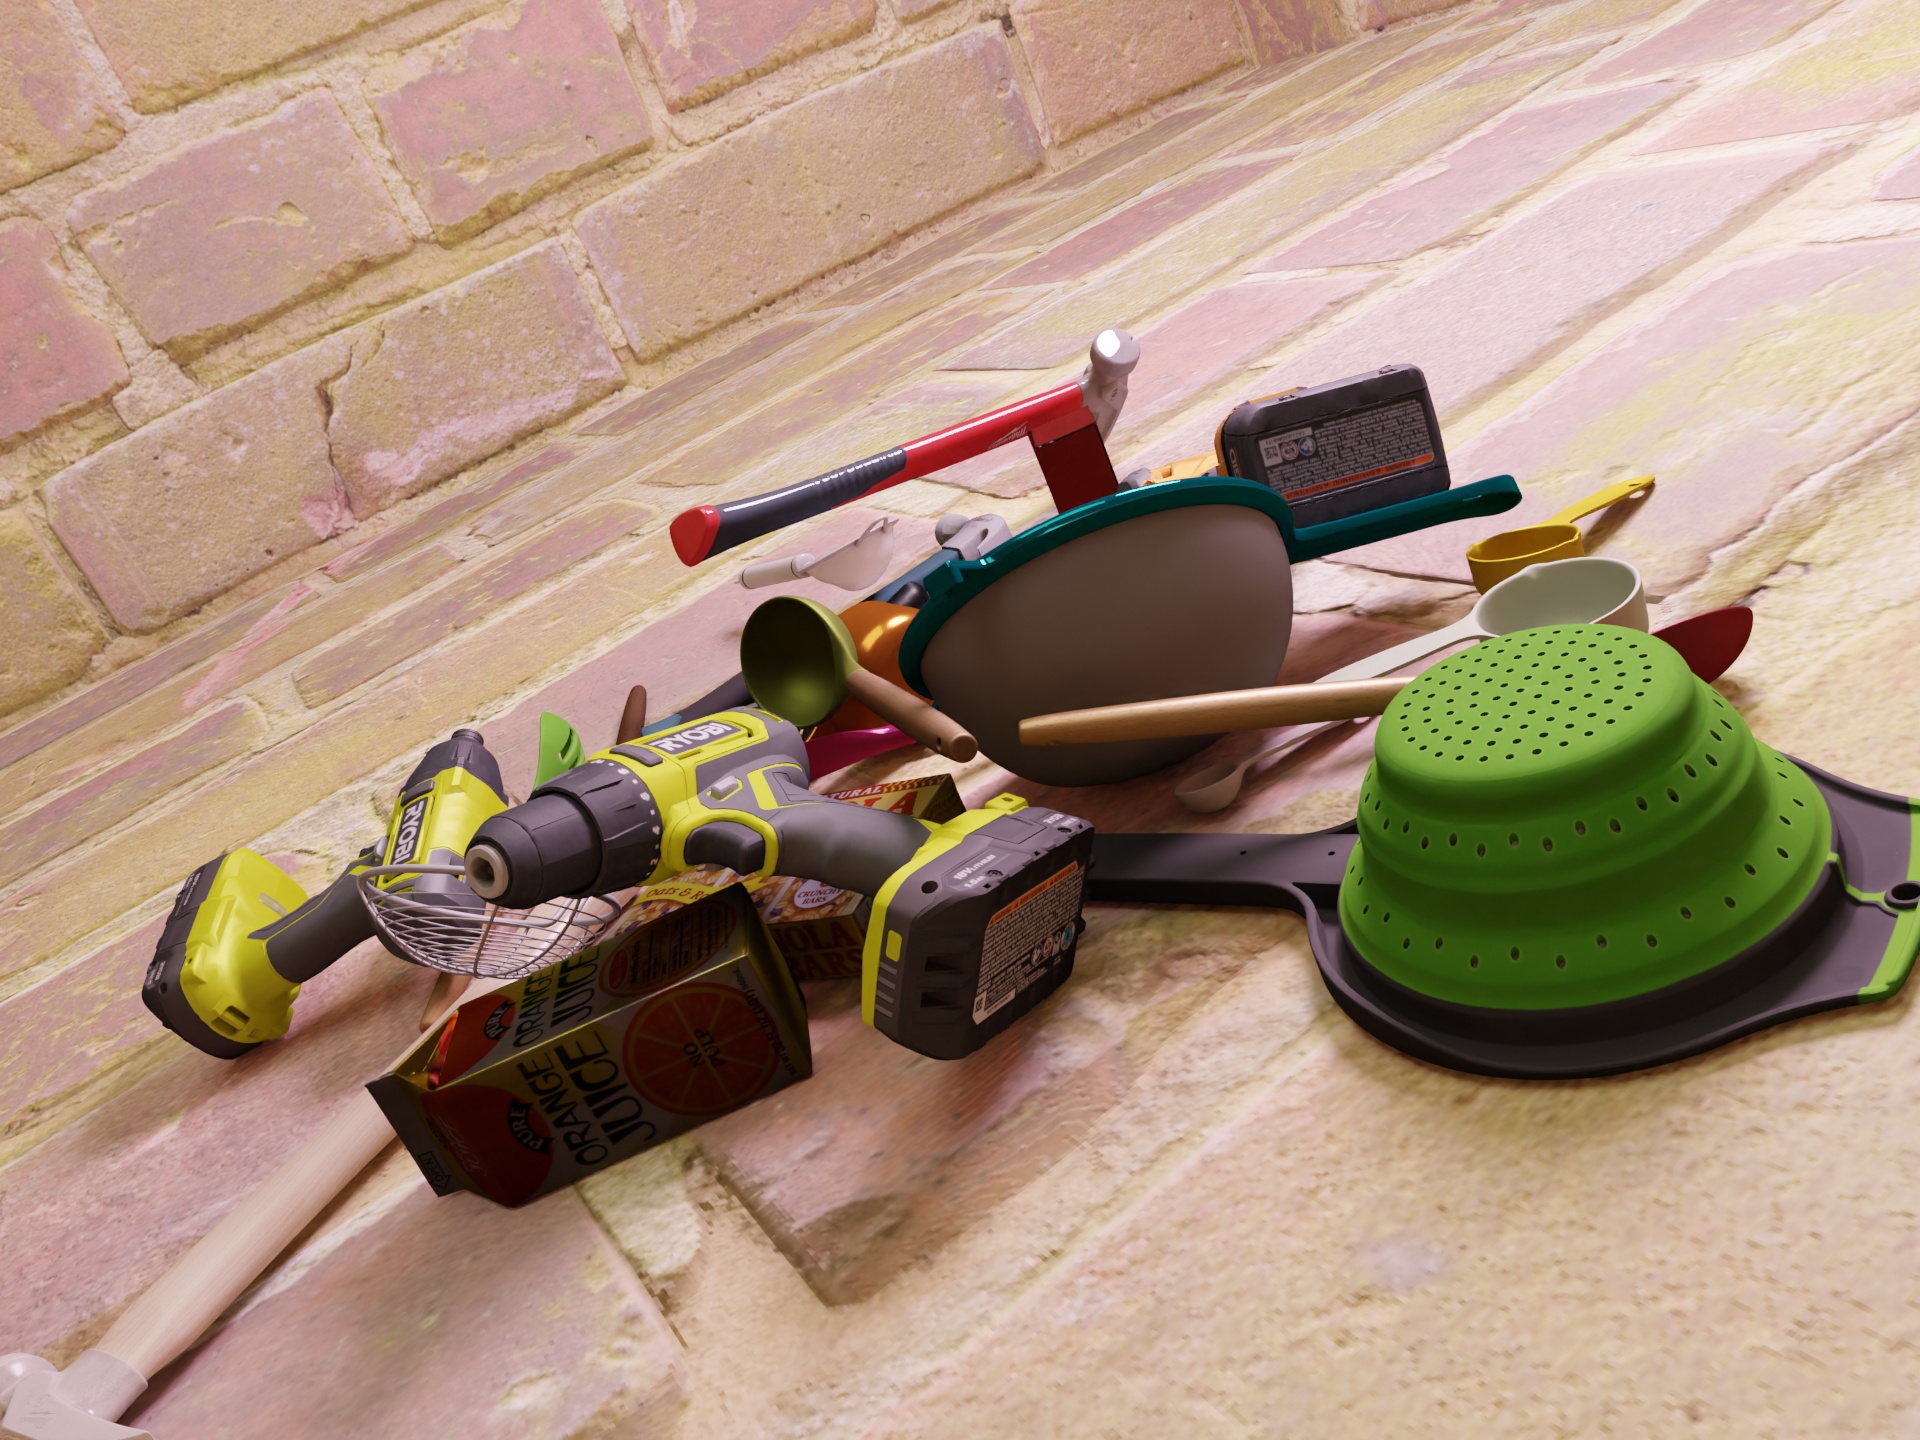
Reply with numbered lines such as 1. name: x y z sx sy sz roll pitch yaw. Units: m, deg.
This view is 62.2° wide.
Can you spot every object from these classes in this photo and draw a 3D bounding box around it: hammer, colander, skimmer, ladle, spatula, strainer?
1. hammer: -0.040 -0.189 1.215 0.386 0.038 0.143 -24 -20 -22
2. colander: 0.157 0.032 0.639 0.397 0.094 0.204 -3 31 41
3. skimmer: -0.197 0.045 0.913 0.127 0.090 0.363 -4 20 20
4. hammer: -0.094 -0.064 1.181 0.331 0.033 0.128 -34 23 -21
5. ladle: 0.182 -0.012 0.688 0.315 0.069 0.031 -6 68 5
6. hammer: -0.287 0.198 0.806 0.146 0.038 0.411 -6 29 35
7. spatula: -0.246 0.024 1.129 0.082 0.044 0.318 -50 18 11
8. strainer: -0.116 -0.120 1.235 0.087 0.050 0.258 -31 15 -29
9. strainer: 0.143 -0.043 0.802 0.340 0.095 0.211 -16 -20 -9
10. ladle: -0.056 -0.013 0.800 0.062 0.078 0.320 -6 11 -16

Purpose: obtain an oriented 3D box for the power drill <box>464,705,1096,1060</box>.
1. power drill: -0.076 0.062 0.685 0.229 0.080 0.190 17 20 27

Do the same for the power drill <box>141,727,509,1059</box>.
1. power drill: -0.380 0.103 0.980 0.223 0.080 0.171 -27 38 16

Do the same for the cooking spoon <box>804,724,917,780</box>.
1. cooking spoon: -0.001 -0.003 0.913 0.319 0.017 0.068 -19 -13 -5

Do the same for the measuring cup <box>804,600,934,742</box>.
1. measuring cup: -0.062 0.005 0.961 0.052 0.095 0.174 9 59 46

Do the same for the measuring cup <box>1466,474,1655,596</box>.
1. measuring cup: 0.330 -0.098 0.849 0.156 0.029 0.062 -26 17 -34

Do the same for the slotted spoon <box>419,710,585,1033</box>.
1. slotted spoon: -0.290 0.091 1.027 0.031 0.070 0.314 -6 32 7

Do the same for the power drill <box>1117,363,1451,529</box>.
1. power drill: 0.209 -0.151 0.952 0.185 0.084 0.226 -16 4 -10

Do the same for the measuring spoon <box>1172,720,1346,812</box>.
1. measuring spoon: 0.160 0.017 0.779 0.124 0.018 0.034 -25 9 -16

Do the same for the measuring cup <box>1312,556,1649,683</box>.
1. measuring cup: 0.242 -0.027 0.757 0.167 0.038 0.083 -22 23 13
